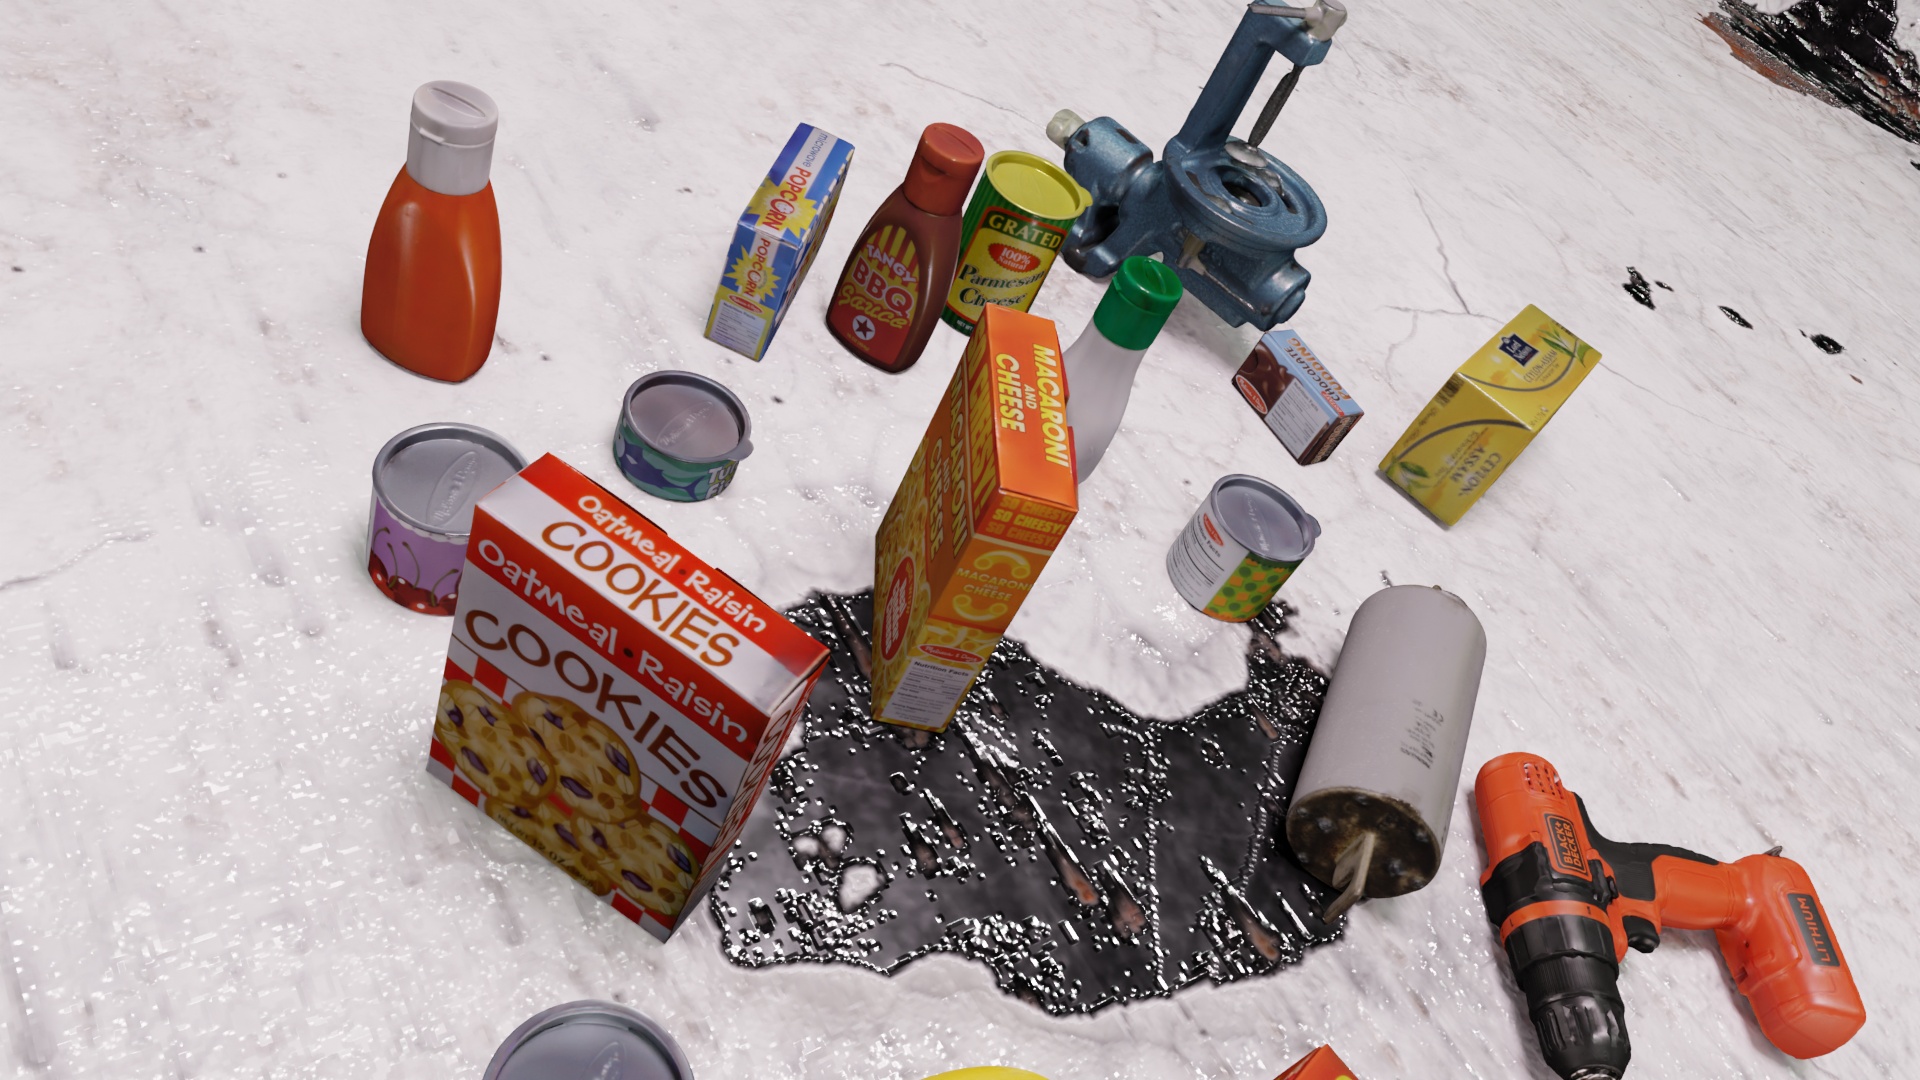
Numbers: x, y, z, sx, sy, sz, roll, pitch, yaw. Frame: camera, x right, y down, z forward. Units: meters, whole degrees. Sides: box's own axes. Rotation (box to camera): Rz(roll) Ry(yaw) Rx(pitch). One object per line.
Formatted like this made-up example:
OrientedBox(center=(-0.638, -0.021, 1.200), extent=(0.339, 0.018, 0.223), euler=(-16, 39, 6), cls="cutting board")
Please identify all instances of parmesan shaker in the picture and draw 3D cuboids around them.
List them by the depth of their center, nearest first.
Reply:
OrientedBox(center=(0.031, -0.184, 0.880), extent=(0.071, 0.102, 0.072), euler=(15, 45, -15), cls="parmesan shaker")

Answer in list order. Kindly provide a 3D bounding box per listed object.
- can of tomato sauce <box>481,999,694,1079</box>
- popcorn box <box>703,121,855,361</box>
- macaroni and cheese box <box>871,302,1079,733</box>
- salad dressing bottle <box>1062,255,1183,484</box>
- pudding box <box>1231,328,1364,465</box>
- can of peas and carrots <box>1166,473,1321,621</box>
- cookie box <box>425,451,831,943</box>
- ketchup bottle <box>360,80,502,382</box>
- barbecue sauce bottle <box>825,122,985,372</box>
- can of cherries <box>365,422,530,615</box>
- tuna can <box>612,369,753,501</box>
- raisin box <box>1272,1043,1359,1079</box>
OrientedBox(center=(-0.125, 0.198, 0.450), extent=(0.071, 0.082, 0.071), euler=(15, 45, -15), cls="can of tomato sauce")
OrientedBox(center=(-0.105, -0.178, 0.817), extent=(0.038, 0.084, 0.127), euler=(23, 43, -6), cls="popcorn box")
OrientedBox(center=(0.002, -0.008, 0.652), extent=(0.040, 0.165, 0.124), euler=(13, 45, -16), cls="macaroni and cheese box")
OrientedBox(center=(0.076, -0.093, 0.785), extent=(0.044, 0.146, 0.064), euler=(7, 47, -22), cls="salad dressing bottle")
OrientedBox(center=(0.227, -0.098, 0.940), extent=(0.030, 0.049, 0.084), euler=(-12, 56, -36), cls="pudding box")
OrientedBox(center=(0.163, 0.005, 0.802), extent=(0.071, 0.058, 0.071), euler=(15, 45, -15), cls="can of peas and carrots")
OrientedBox(center=(-0.129, 0.064, 0.514), extent=(0.123, 0.166, 0.040), euler=(34, 43, 6), cls="cookie box")
OrientedBox(center=(-0.250, -0.146, 0.665), extent=(0.065, 0.148, 0.044), euler=(27, 43, -2), cls="ketchup bottle")
OrientedBox(center=(-0.029, -0.169, 0.802), extent=(0.065, 0.147, 0.044), euler=(38, 43, 9), cls="barbecue sauce bottle")
OrientedBox(center=(-0.223, -0.008, 0.613), extent=(0.071, 0.058, 0.072), euler=(15, 45, -15), cls="can of cherries")
OrientedBox(center=(-0.142, -0.053, 0.717), extent=(0.071, 0.032, 0.071), euler=(15, 45, -15), cls="tuna can")
OrientedBox(center=(0.090, 0.240, 0.493), extent=(0.040, 0.122, 0.086), euler=(46, 45, 17), cls="raisin box")
